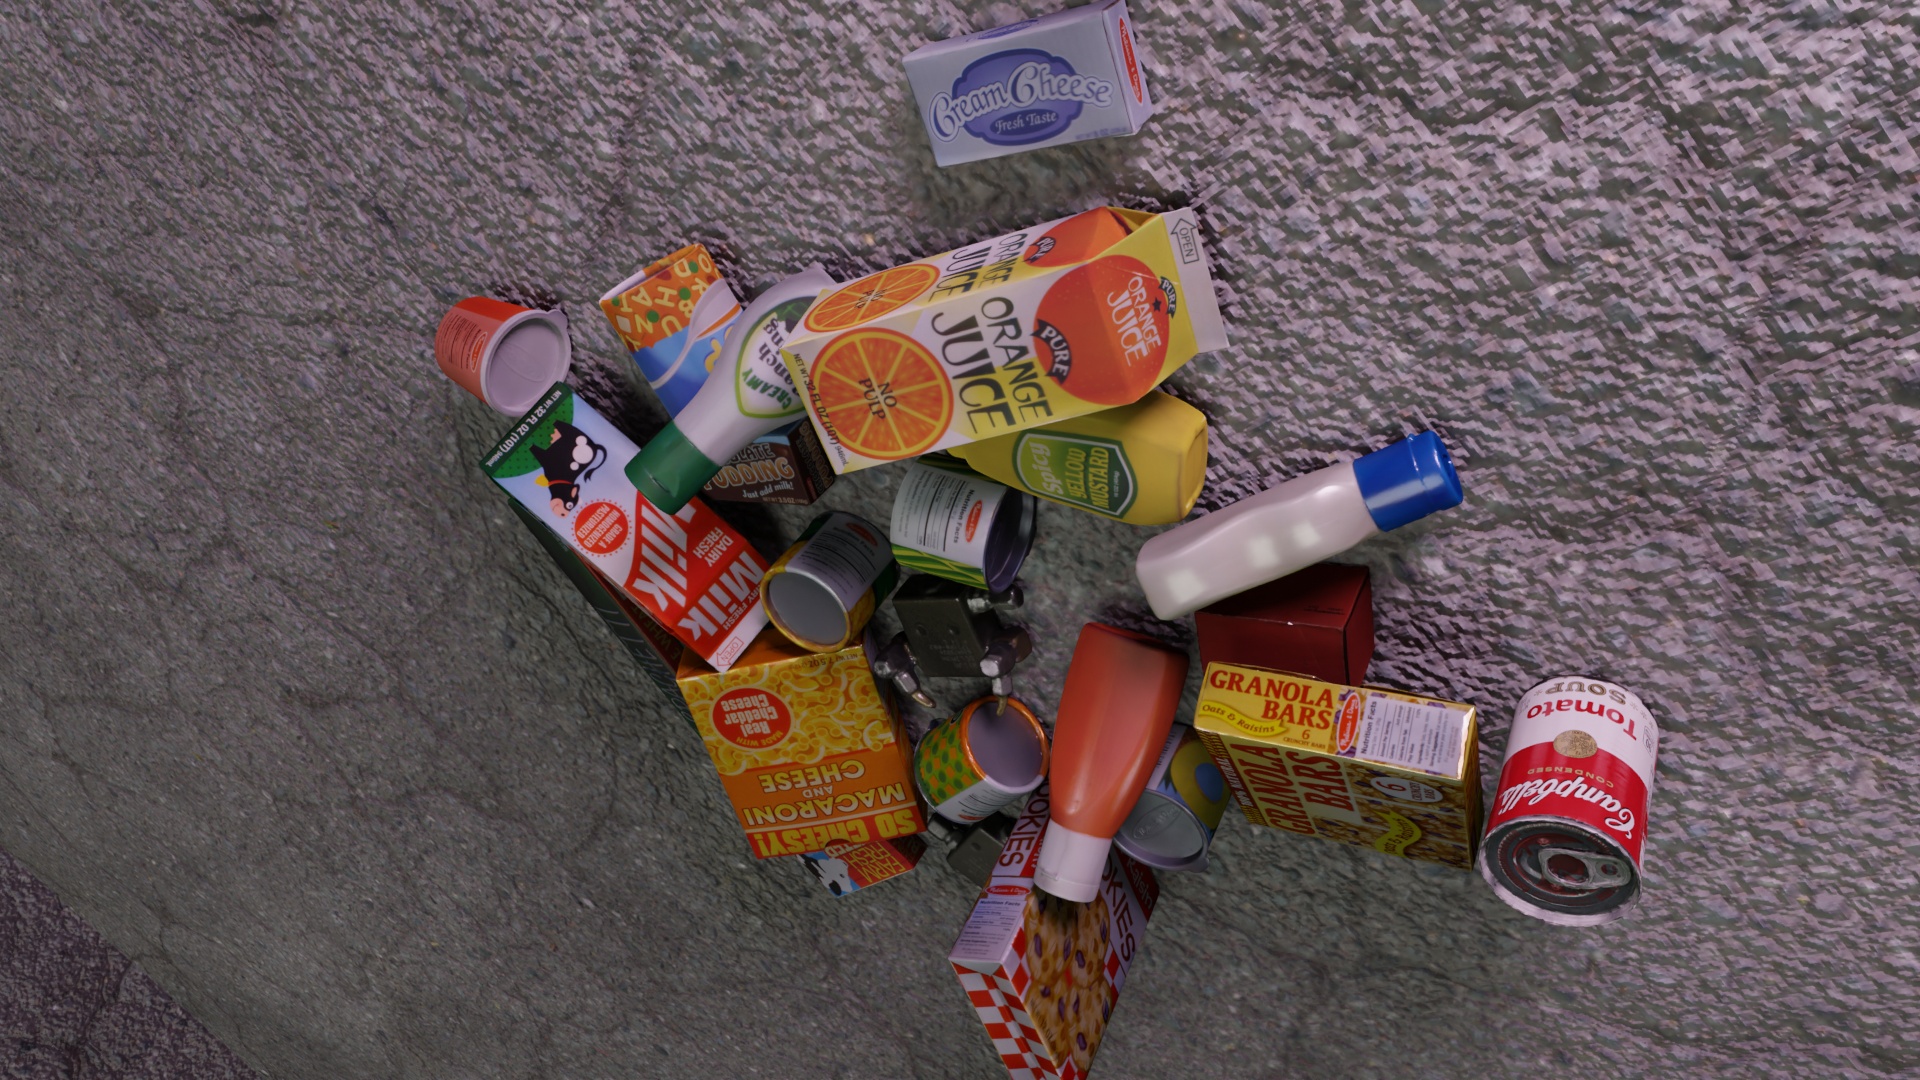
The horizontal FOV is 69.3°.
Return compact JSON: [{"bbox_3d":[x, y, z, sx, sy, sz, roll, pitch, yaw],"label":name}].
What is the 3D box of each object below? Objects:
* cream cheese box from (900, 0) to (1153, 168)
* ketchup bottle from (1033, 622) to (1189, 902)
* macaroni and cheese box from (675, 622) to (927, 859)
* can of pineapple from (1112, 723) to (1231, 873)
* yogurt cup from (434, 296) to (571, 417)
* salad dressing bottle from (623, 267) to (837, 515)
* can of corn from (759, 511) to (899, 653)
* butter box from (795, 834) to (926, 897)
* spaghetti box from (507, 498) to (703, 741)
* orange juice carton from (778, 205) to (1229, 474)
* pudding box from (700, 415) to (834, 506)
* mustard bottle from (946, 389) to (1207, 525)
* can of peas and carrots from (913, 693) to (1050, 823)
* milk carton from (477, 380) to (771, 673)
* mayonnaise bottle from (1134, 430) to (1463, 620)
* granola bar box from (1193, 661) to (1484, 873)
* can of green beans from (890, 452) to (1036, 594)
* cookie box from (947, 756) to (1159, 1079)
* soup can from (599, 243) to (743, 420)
[{"bbox_3d":[0.028,-0.199,0.611,0.104,0.024,0.053,-1,124,32],"label":"cream cheese box"},{"bbox_3d":[0.077,0.123,0.770,0.065,0.043,0.148,18,92,39],"label":"ketchup bottle"},{"bbox_3d":[-0.101,0.134,0.920,0.124,0.040,0.165,-11,122,8],"label":"macaroni and cheese box"},{"bbox_3d":[0.123,0.151,0.815,0.071,0.058,0.070,17,133,20],"label":"can of pineapple"},{"bbox_3d":[-0.282,-0.115,0.849,0.054,0.073,0.072,24,135,24],"label":"yogurt cup"},{"bbox_3d":[-0.111,-0.076,0.724,0.147,0.044,0.064,-44,112,3],"label":"salad dressing bottle"},{"bbox_3d":[-0.080,0.027,0.841,0.071,0.058,0.070,17,132,20],"label":"can of corn"},{"bbox_3d":[-0.075,0.229,1.027,0.053,0.024,0.103,47,135,-10],"label":"butter box"},{"bbox_3d":[-0.209,0.053,0.949,0.028,0.050,0.249,-19,114,43],"label":"spaghetti box"},{"bbox_3d":[0.023,-0.097,0.646,0.192,0.073,0.071,-12,119,20],"label":"orange juice carton"},{"bbox_3d":[-0.121,-0.050,0.824,0.083,0.030,0.049,4,126,29],"label":"pudding box"},{"bbox_3d":[0.043,-0.052,0.705,0.160,0.049,0.065,13,132,23],"label":"mustard bottle"},{"bbox_3d":[0.013,0.134,0.866,0.071,0.071,0.058,44,135,-6],"label":"can of peas and carrots"},{"bbox_3d":[-0.197,-0.005,0.860,0.190,0.072,0.073,40,167,-4],"label":"milk carton"},{"bbox_3d":[0.158,-0.007,0.653,0.148,0.065,0.041,-23,94,26],"label":"mayonnaise bottle"},{"bbox_3d":[0.196,0.116,0.704,0.124,0.039,0.165,8,157,25],"label":"granola bar box"},{"bbox_3d":[0.002,-0.010,0.753,0.058,0.071,0.071,16,132,22],"label":"can of green beans"},{"bbox_3d":[0.061,0.230,0.840,0.040,0.168,0.122,-6,121,32],"label":"cookie box"},{"bbox_3d":[-0.146,-0.112,0.763,0.071,0.072,0.083,-12,118,38],"label":"soup can"}]
